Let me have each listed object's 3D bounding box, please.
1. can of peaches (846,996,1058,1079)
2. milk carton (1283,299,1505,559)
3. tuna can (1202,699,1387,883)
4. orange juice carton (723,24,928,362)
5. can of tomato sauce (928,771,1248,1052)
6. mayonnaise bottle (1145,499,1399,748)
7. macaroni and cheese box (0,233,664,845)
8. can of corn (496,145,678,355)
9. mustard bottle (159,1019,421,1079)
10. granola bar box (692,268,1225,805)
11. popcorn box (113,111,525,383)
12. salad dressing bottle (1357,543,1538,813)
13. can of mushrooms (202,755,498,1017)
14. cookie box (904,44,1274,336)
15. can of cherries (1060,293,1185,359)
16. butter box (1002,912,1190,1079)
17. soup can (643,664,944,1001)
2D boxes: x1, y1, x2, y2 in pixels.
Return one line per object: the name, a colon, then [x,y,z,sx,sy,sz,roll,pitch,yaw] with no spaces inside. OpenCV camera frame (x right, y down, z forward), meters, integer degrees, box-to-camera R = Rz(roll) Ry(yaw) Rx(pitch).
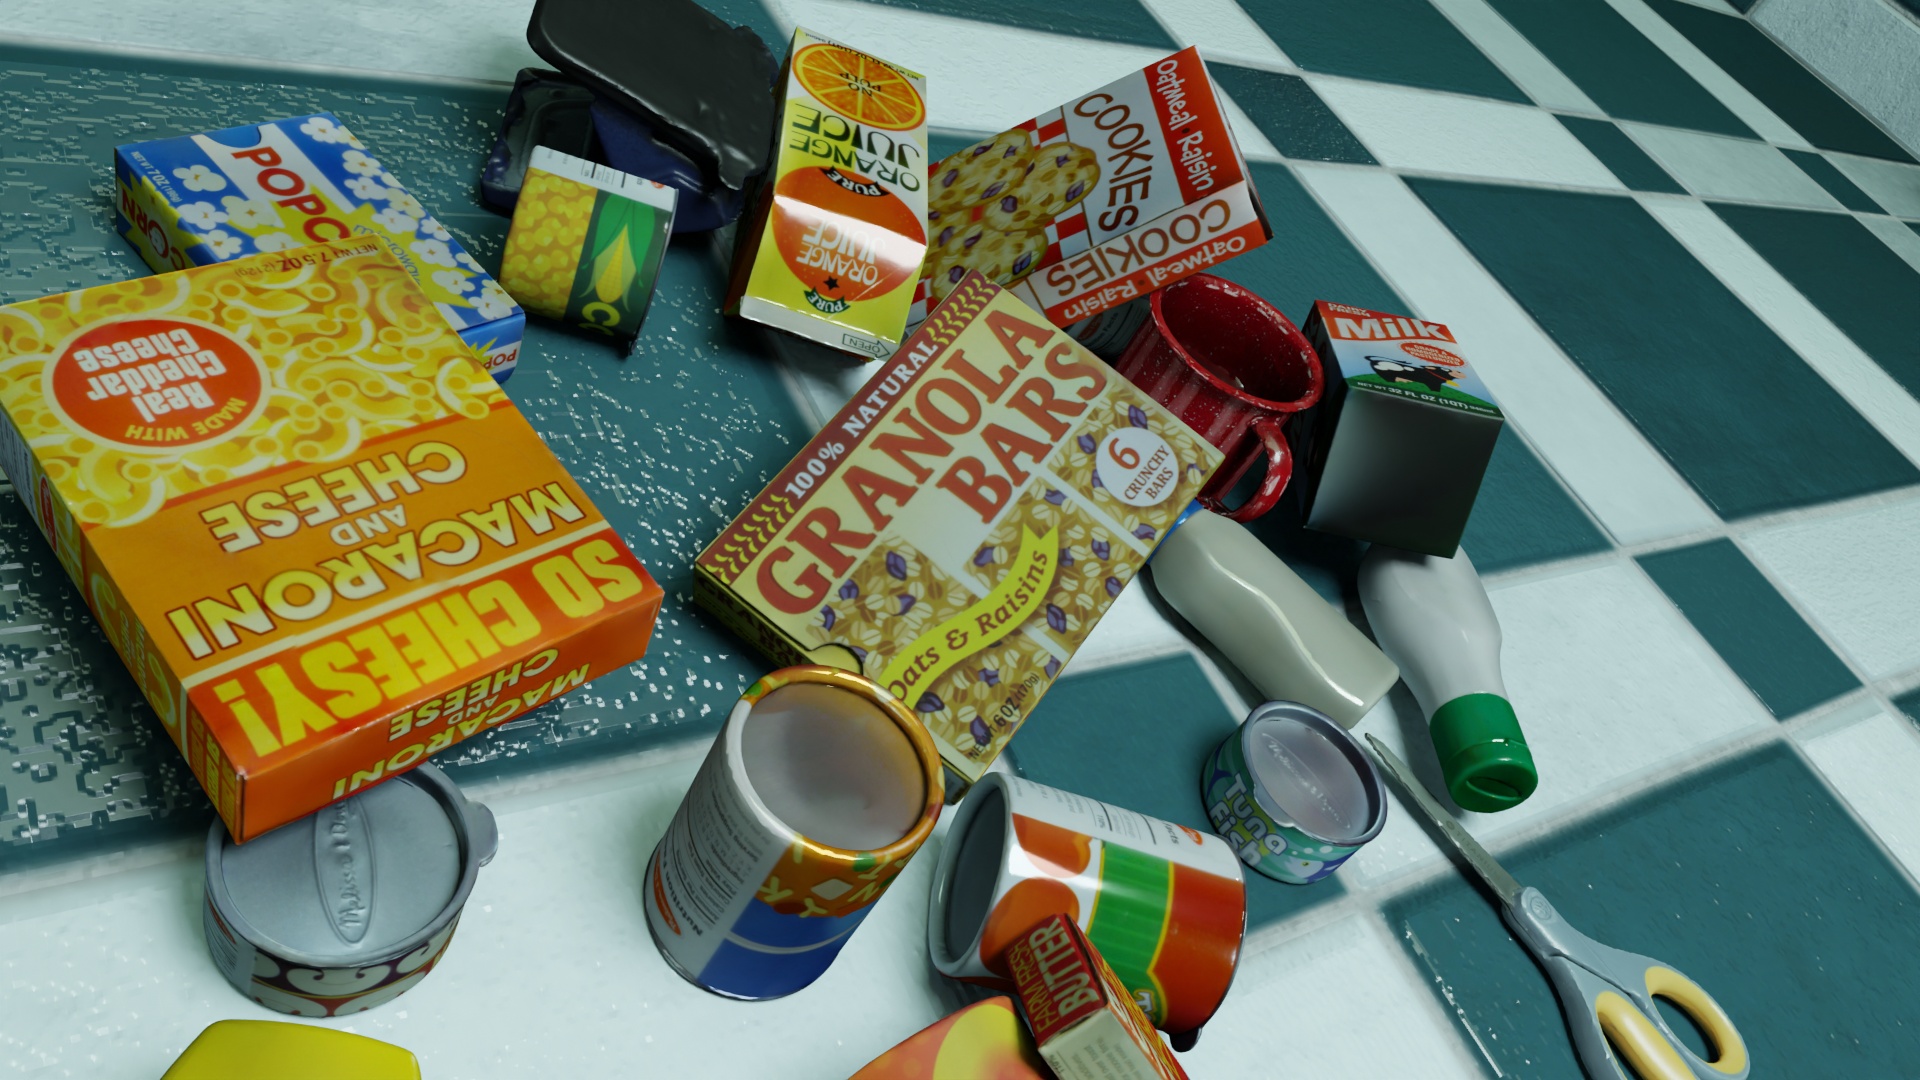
can of peaches: [0.002,0.164,0.374,0.071,0.071,0.058,-10,55,-39]
milk carton: [0.209,-0.068,0.702,0.072,0.073,0.191,12,26,4]
tuna can: [0.130,0.100,0.546,0.071,0.032,0.071,17,43,-17]
orange juice carton: [-0.061,-0.153,0.647,0.072,0.072,0.194,16,43,-18]
can of tomato sauce: [0.039,0.119,0.448,0.083,0.070,0.071,19,42,-14]
mayonnaise bottle: [0.122,0.024,0.611,0.148,0.041,0.065,44,31,16]
macaroni and cheese box: [-0.185,-0.011,0.401,0.124,0.040,0.167,-26,66,-41]
can of corn: [-0.152,-0.117,0.563,0.058,0.070,0.071,15,43,-18]
mustard bottle: [-0.156,0.181,0.277,0.065,0.048,0.161,18,43,-16]
granola bar box: [0.002,-0.006,0.517,0.124,0.039,0.166,37,66,6]
popcorn box: [-0.235,-0.100,0.513,0.127,0.038,0.085,44,43,13]
salad dressing bottle: [0.222,0.055,0.633,0.064,0.043,0.148,20,38,-16]
can of mushrooms: [-0.163,0.090,0.373,0.071,0.033,0.071,17,42,-16]
cookie box: [0.053,-0.158,0.666,0.123,0.167,0.040,-95,158,-43]
can of cherries: [0.081,-0.130,0.717,0.058,0.071,0.072,14,44,-21]
butter box: [0.053,0.160,0.396,0.103,0.024,0.053,56,0,-15]
soup can: [-0.048,0.086,0.411,0.071,0.083,0.072,18,42,-17]
